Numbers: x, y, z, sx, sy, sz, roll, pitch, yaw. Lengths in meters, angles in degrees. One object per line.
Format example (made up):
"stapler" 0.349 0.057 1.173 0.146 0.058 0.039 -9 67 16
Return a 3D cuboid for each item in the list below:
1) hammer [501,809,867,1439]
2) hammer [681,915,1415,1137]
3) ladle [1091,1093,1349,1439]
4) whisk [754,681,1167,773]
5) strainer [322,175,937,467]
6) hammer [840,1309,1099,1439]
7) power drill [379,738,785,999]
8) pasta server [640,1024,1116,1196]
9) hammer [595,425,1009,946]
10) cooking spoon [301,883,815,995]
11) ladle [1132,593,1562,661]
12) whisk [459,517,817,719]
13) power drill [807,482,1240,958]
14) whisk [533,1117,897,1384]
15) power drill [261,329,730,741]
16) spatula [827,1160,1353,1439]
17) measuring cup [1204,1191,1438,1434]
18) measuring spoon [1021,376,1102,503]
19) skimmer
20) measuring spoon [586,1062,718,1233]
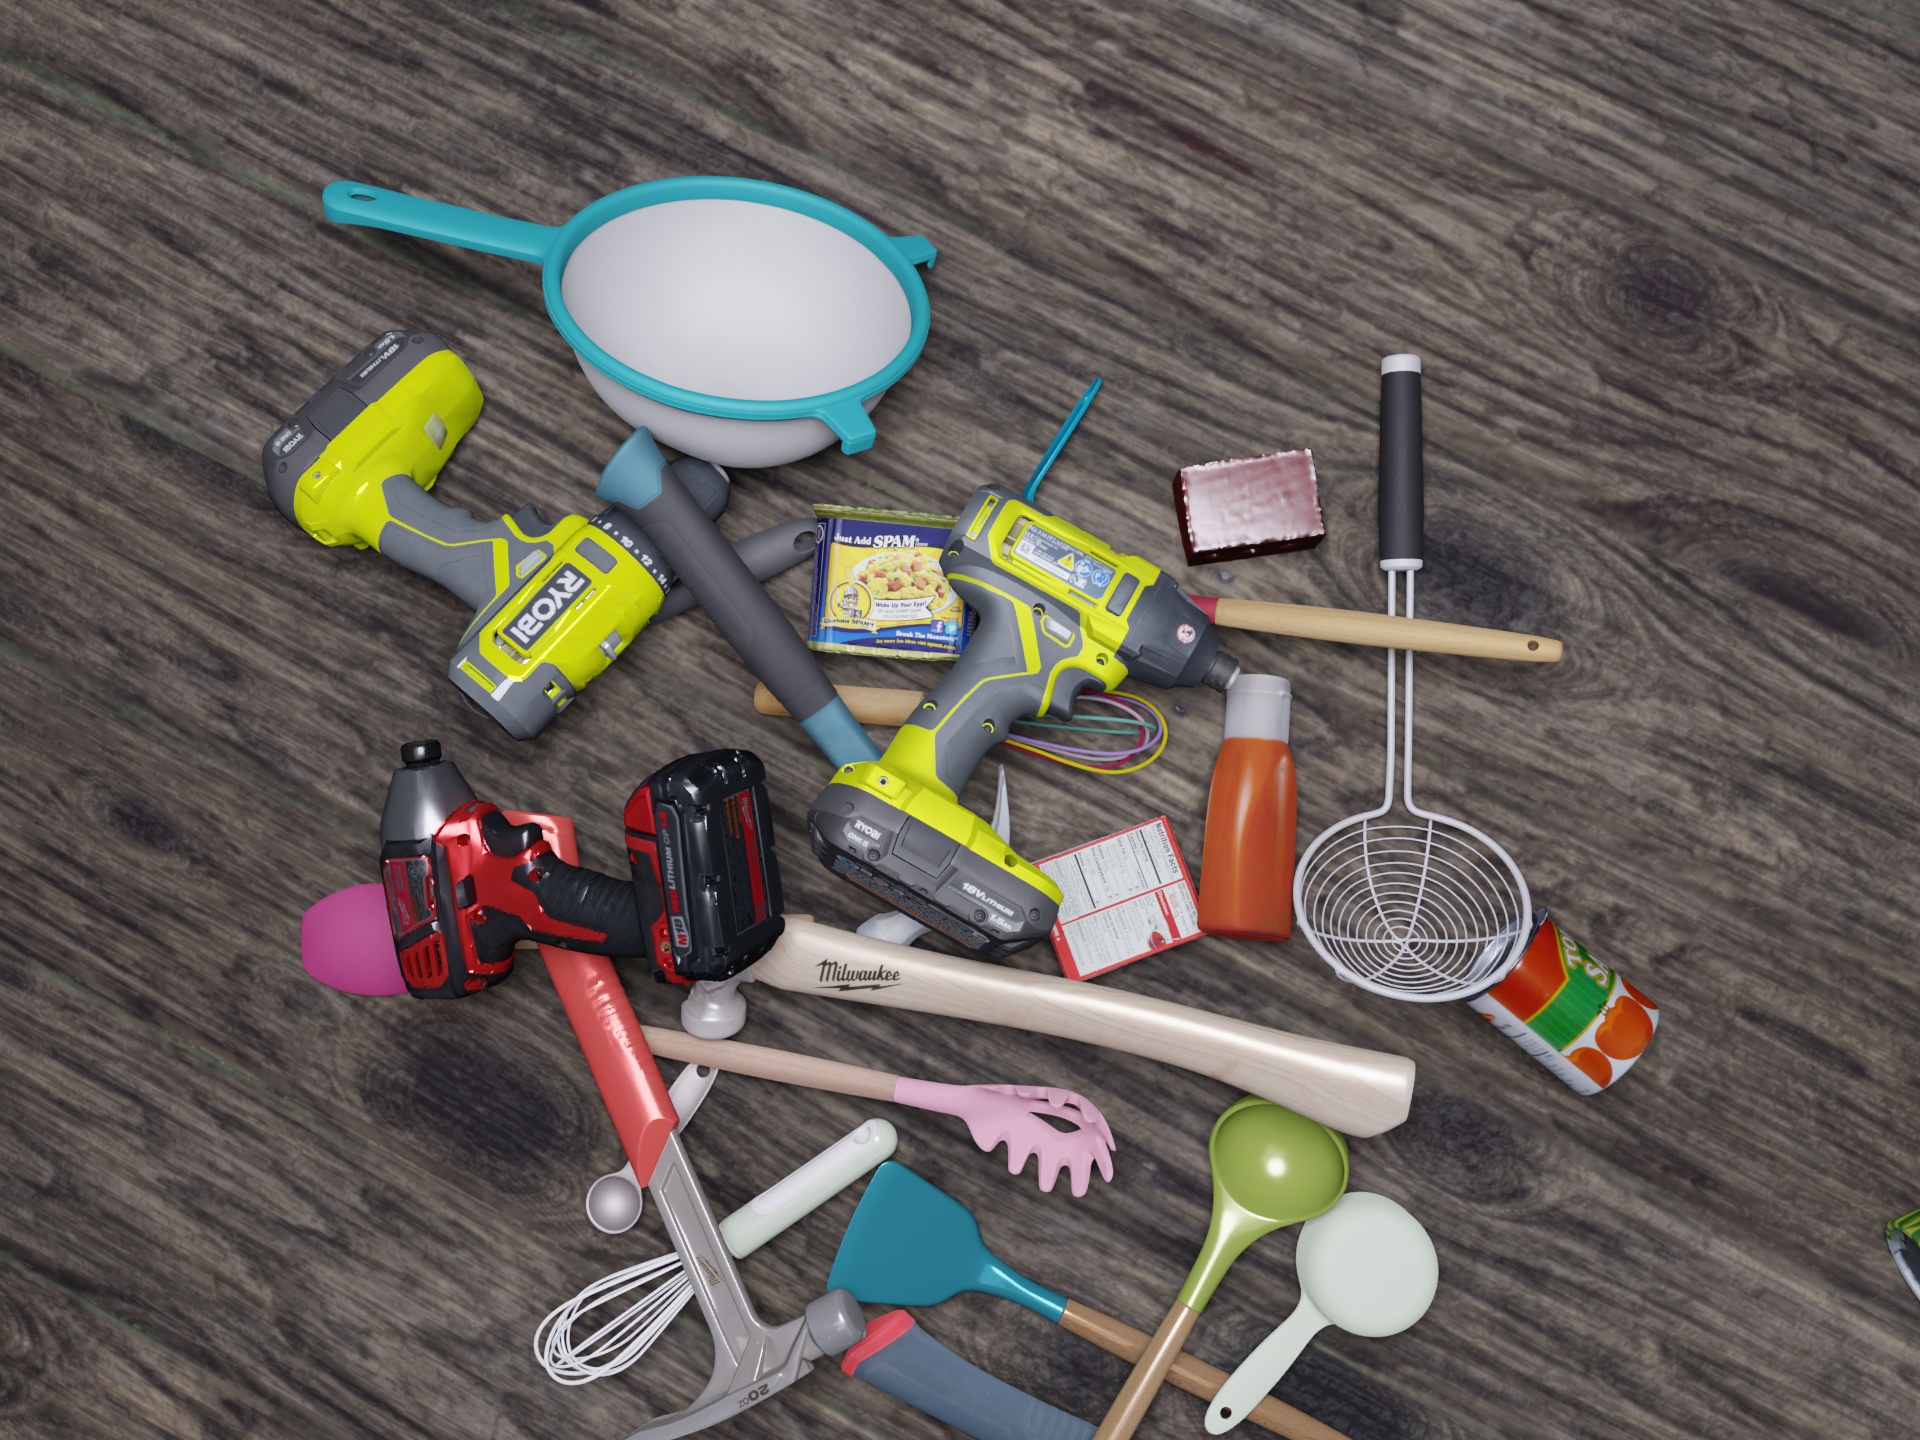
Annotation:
"hammer" -0.194 0.217 0.906 0.149 0.036 0.359 -28 78 5
"hammer" 0.040 0.147 0.873 0.410 0.038 0.146 11 114 11
"ladle" 0.112 0.347 0.874 0.078 0.062 0.320 31 80 12
"whisk" -0.002 -0.001 0.931 0.245 0.051 0.047 5 94 8
"strainer" -0.190 -0.226 0.904 0.340 0.095 0.211 13 49 0
"hammer" 0.106 0.452 0.905 0.386 0.038 0.143 23 91 5
"power drill" -0.214 0.075 0.855 0.220 0.078 0.143 -5 97 20
"pasta server" -0.065 0.212 0.919 0.316 0.040 0.060 9 115 9
"hammer" -0.089 -0.017 0.886 0.128 0.033 0.330 -35 105 8
"cooking spoon" -0.245 0.129 0.957 0.319 0.017 0.069 -3 88 5
"ladle" 0.169 -0.056 0.889 0.315 0.031 0.069 8 79 17
"whisk" -0.187 -0.064 0.948 0.239 0.055 0.055 -25 86 -1
"power drill" 0.034 0.004 0.838 0.171 0.080 0.223 29 73 1
"whisk" -0.141 0.307 0.929 0.246 0.058 0.059 -34 120 -2
"power drill" -0.264 -0.122 0.915 0.228 0.080 0.190 37 76 15
"spatula" 0.082 0.353 0.908 0.317 0.044 0.082 24 81 4
"measuring cup" 0.199 0.339 0.889 0.167 0.038 0.083 -44 86 -8
"measuring spoon" 0.057 -0.145 0.939 0.021 0.042 0.128 33 83 -13
"skimmer" 0.250 -0.030 0.886 0.127 0.090 0.363 0 88 8
"measuring spoon" -0.179 0.250 0.951 0.034 0.018 0.124 33 84 10
